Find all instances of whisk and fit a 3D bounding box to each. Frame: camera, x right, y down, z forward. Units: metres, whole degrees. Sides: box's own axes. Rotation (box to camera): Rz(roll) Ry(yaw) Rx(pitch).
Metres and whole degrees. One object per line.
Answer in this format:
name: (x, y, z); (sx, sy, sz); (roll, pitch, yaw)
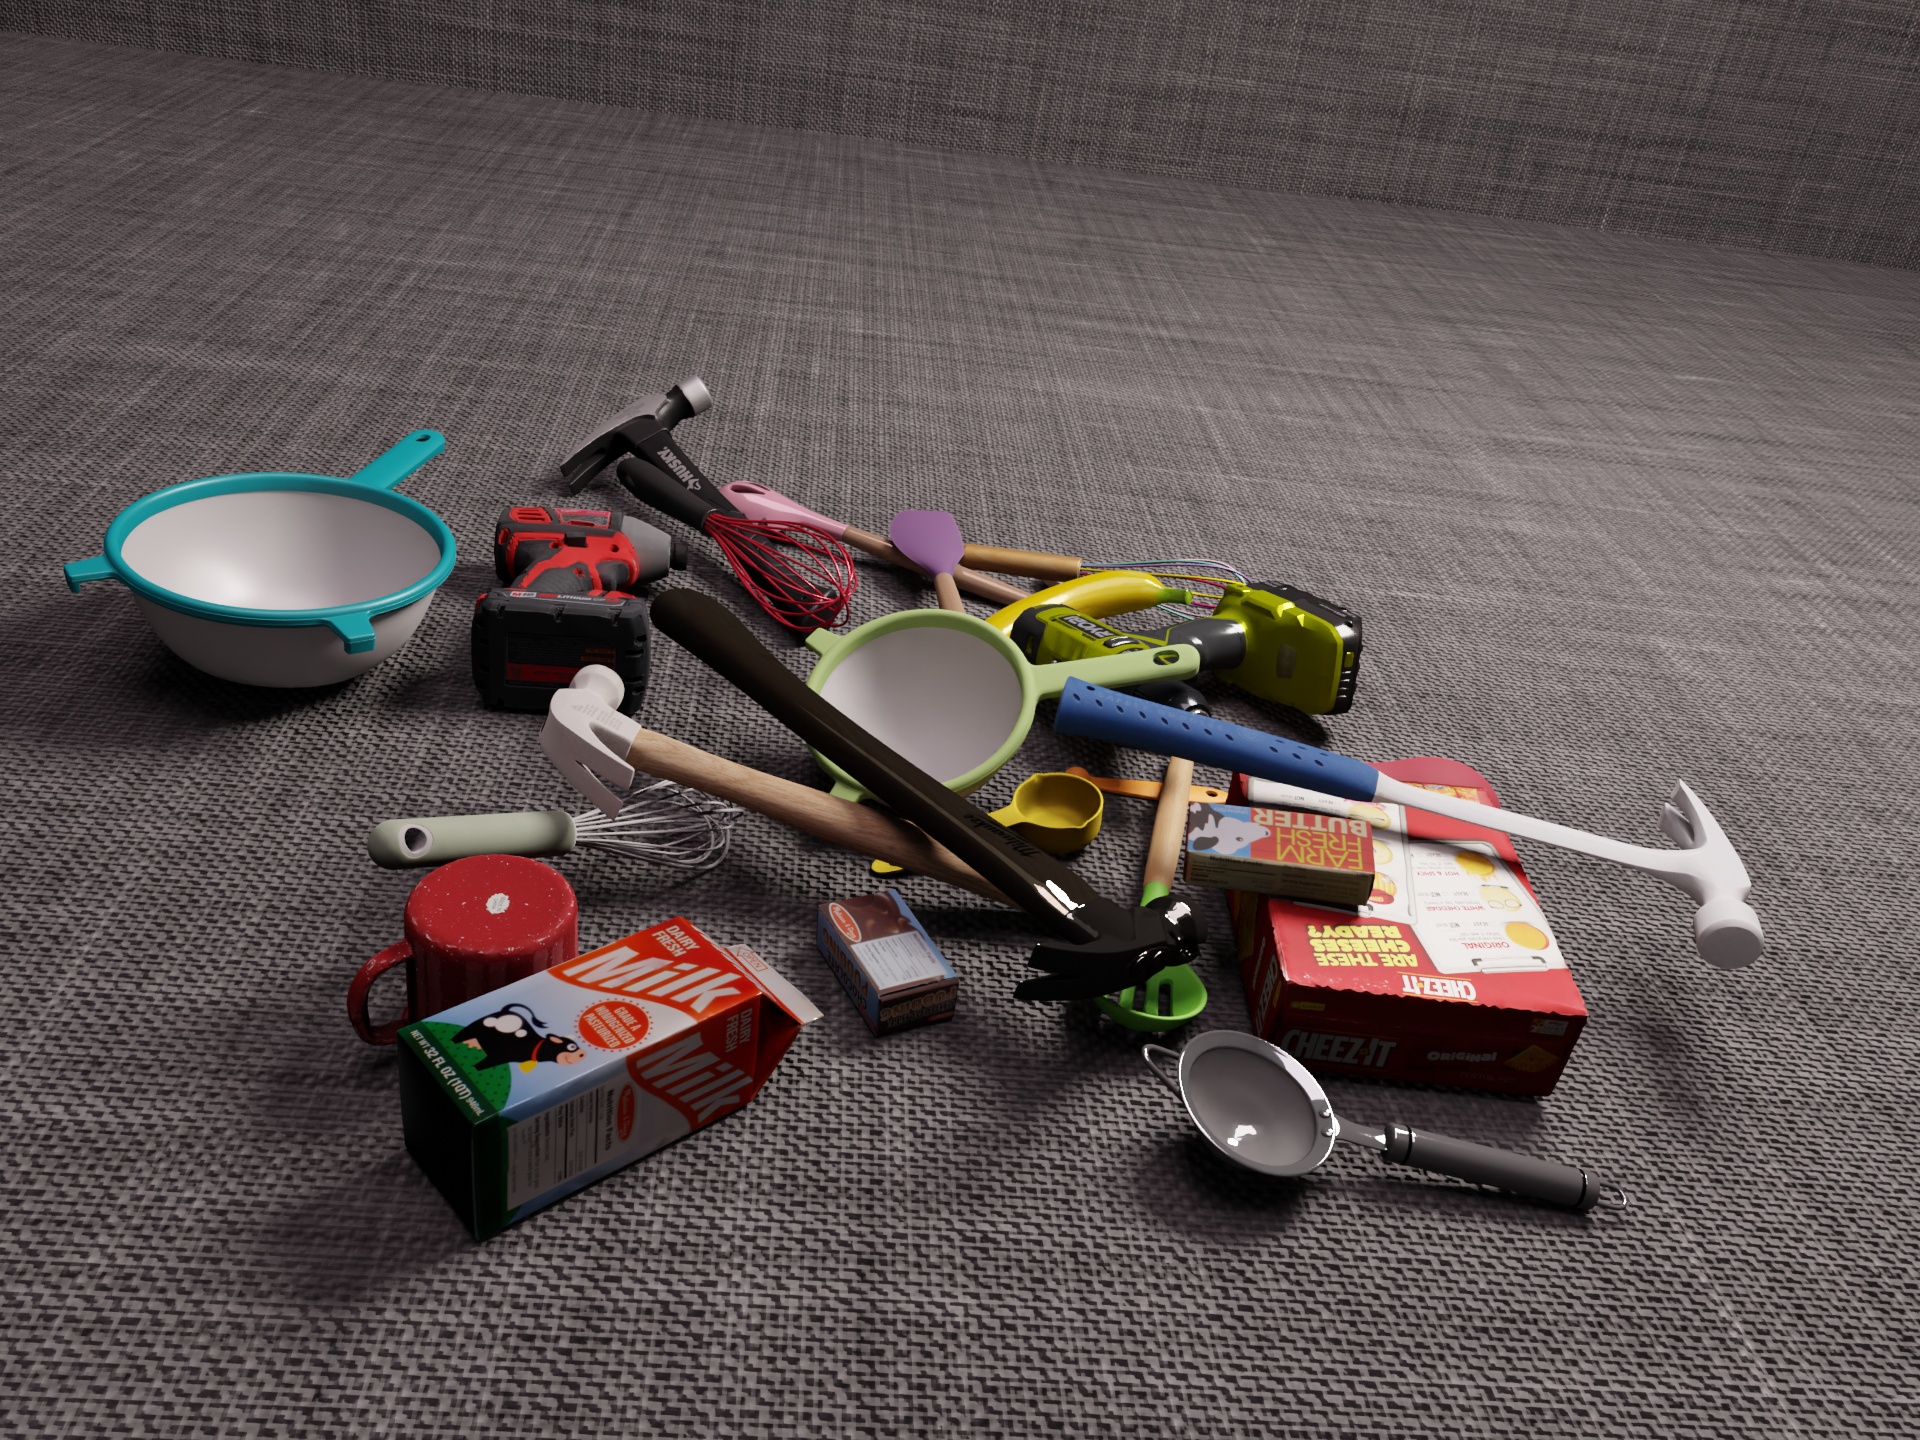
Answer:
whisk: (0.118, -0.115, 1.283); (0.245, 0.051, 0.047); (9, 19, 13)
whisk: (-0.176, -0.143, 1.201); (0.073, 0.073, 0.296); (-19, 38, -38)
whisk: (-0.212, 0.061, 0.868); (0.059, 0.058, 0.246); (-18, -11, 35)

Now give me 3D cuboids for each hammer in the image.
hammer: (-0.201, -0.164, 1.283); (0.146, 0.035, 0.335); (-33, 52, -14)
hammer: (0.256, 0.040, 0.943); (0.405, 0.035, 0.144); (15, 32, 7)
hammer: (-0.079, 0.055, 0.909); (0.331, 0.031, 0.130); (21, 19, -7)
hammer: (-0.054, 0.026, 0.913); (0.411, 0.038, 0.146); (35, 23, 33)

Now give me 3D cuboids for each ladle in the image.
ladle: (0.223, 0.025, 1.117); (0.315, 0.031, 0.069); (10, 31, 6)

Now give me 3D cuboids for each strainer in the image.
strainer: (0.208, 0.211, 0.790); (0.258, 0.050, 0.087); (14, 37, -2)
strainer: (0.027, -0.004, 1.029); (0.256, 0.069, 0.152); (-9, 53, -1)
strainer: (-0.438, -0.111, 1.110); (0.211, 0.095, 0.341); (12, 29, 1)

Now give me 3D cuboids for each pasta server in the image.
pasta server: (-0.072, -0.138, 1.316); (0.316, 0.040, 0.060); (21, 33, 13)

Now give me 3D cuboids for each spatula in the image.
spatula: (-0.012, -0.095, 1.215); (0.059, 0.018, 0.316); (0, 31, -11)

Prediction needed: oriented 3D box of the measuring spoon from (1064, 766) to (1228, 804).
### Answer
measuring spoon: (0.127, 0.043, 1.073); (0.117, 0.011, 0.021); (7, 31, -3)

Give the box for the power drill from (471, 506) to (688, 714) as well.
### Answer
power drill: (-0.269, -0.090, 1.139); (0.143, 0.078, 0.220); (3, 28, -10)

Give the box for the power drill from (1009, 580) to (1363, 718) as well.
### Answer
power drill: (0.173, -0.038, 1.130); (0.228, 0.080, 0.191); (-9, 24, -29)

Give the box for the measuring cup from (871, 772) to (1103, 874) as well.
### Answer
measuring cup: (0.017, 0.075, 0.990); (0.156, 0.029, 0.062); (-19, 39, -19)

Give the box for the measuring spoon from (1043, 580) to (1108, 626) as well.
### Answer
measuring spoon: (0.096, -0.090, 1.292); (0.034, 0.018, 0.124); (-9, 41, -15)

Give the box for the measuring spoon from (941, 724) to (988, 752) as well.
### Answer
measuring spoon: (-0.002, -0.004, 1.122); (0.042, 0.021, 0.129); (-5, 24, -12)

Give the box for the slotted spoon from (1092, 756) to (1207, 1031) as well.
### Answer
slotted spoon: (0.125, 0.091, 0.973); (0.070, 0.031, 0.314); (13, 31, 6)
